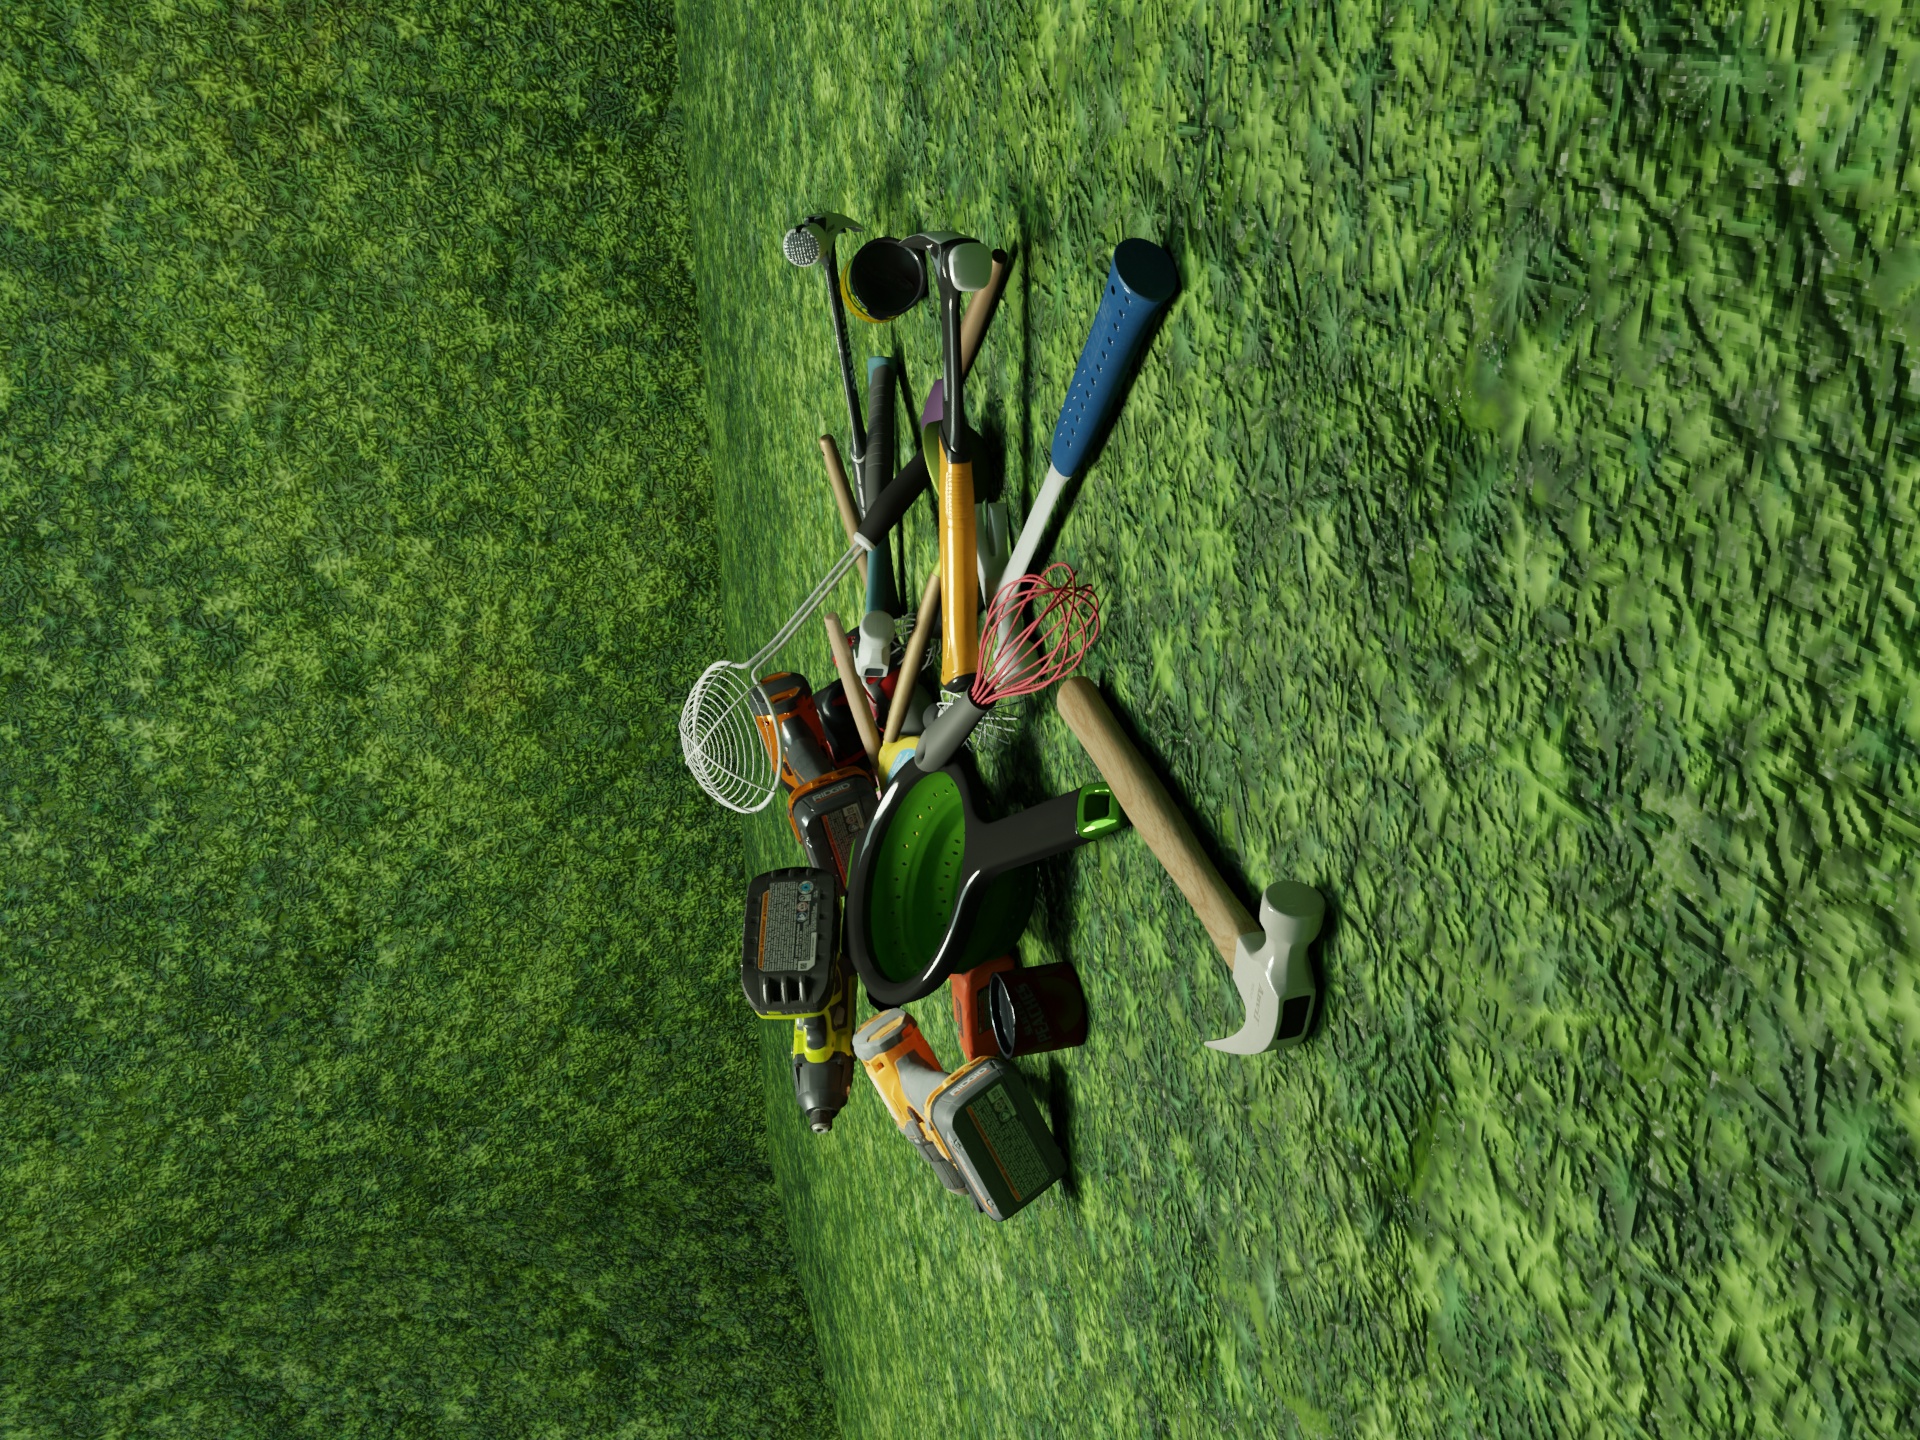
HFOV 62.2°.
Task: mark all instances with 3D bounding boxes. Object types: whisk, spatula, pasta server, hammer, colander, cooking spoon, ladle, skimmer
[{"bbox_3d":[0.023,-0.026,1.124,0.295,0.073,0.073,131,131,-58],"label":"whisk"},{"bbox_3d":[-0.003,-0.003,1.354,0.284,0.070,0.070,170,93,-80],"label":"whisk"},{"bbox_3d":[0.000,-0.284,1.268,0.316,0.018,0.060,123,134,-71],"label":"spatula"},{"bbox_3d":[-0.091,0.026,1.518,0.060,0.040,0.315,52,162,47],"label":"pasta server"},{"bbox_3d":[-0.099,-0.283,1.536,0.149,0.036,0.408,-65,-29,-59],"label":"hammer"},{"bbox_3d":[0.037,0.111,1.205,0.397,0.094,0.205,-27,53,56],"label":"colander"},{"bbox_3d":[-0.021,-0.087,1.409,0.239,0.055,0.055,151,111,-71],"label":"whisk"},{"bbox_3d":[-0.086,-0.137,1.535,0.069,0.017,0.318,49,161,49],"label":"cooking spoon"},{"bbox_3d":[-0.035,-0.104,1.313,0.078,0.062,0.320,-80,6,-51],"label":"ladle"},{"bbox_3d":[0.063,-0.169,1.038,0.405,0.035,0.144,114,146,-64],"label":"hammer"},{"bbox_3d":[-0.074,-0.191,1.438,0.128,0.033,0.331,105,167,-65],"label":"hammer"},{"bbox_3d":[0.122,0.068,0.932,0.332,0.031,0.130,-119,26,-56],"label":"hammer"},{"bbox_3d":[-0.105,-0.088,1.321,0.127,0.363,0.090,37,176,37],"label":"skimmer"},{"bbox_3d":[-0.006,-0.182,1.159,0.127,0.034,0.336,-128,33,-62],"label":"hammer"}]

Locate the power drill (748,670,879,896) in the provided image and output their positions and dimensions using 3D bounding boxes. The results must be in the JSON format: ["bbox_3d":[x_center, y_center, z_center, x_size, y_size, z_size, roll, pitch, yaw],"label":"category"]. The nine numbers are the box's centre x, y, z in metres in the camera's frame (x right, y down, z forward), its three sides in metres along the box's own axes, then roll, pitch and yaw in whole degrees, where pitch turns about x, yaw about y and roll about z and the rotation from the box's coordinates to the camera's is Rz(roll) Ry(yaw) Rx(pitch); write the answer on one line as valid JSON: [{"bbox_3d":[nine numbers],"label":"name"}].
[{"bbox_3d":[-0.135,0.072,1.548,0.227,0.084,0.164,-124,16,-52],"label":"power drill"}]

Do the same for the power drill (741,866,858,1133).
[{"bbox_3d":[-0.133,0.247,1.408,0.223,0.080,0.171,81,-174,-51],"label":"power drill"}]

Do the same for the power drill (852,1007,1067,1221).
[{"bbox_3d":[0.002,0.351,1.361,0.185,0.084,0.226,63,159,-14],"label":"power drill"}]

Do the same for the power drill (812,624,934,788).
[{"bbox_3d":[-0.087,-0.002,1.602,0.143,0.078,0.219,53,156,5],"label":"power drill"}]
